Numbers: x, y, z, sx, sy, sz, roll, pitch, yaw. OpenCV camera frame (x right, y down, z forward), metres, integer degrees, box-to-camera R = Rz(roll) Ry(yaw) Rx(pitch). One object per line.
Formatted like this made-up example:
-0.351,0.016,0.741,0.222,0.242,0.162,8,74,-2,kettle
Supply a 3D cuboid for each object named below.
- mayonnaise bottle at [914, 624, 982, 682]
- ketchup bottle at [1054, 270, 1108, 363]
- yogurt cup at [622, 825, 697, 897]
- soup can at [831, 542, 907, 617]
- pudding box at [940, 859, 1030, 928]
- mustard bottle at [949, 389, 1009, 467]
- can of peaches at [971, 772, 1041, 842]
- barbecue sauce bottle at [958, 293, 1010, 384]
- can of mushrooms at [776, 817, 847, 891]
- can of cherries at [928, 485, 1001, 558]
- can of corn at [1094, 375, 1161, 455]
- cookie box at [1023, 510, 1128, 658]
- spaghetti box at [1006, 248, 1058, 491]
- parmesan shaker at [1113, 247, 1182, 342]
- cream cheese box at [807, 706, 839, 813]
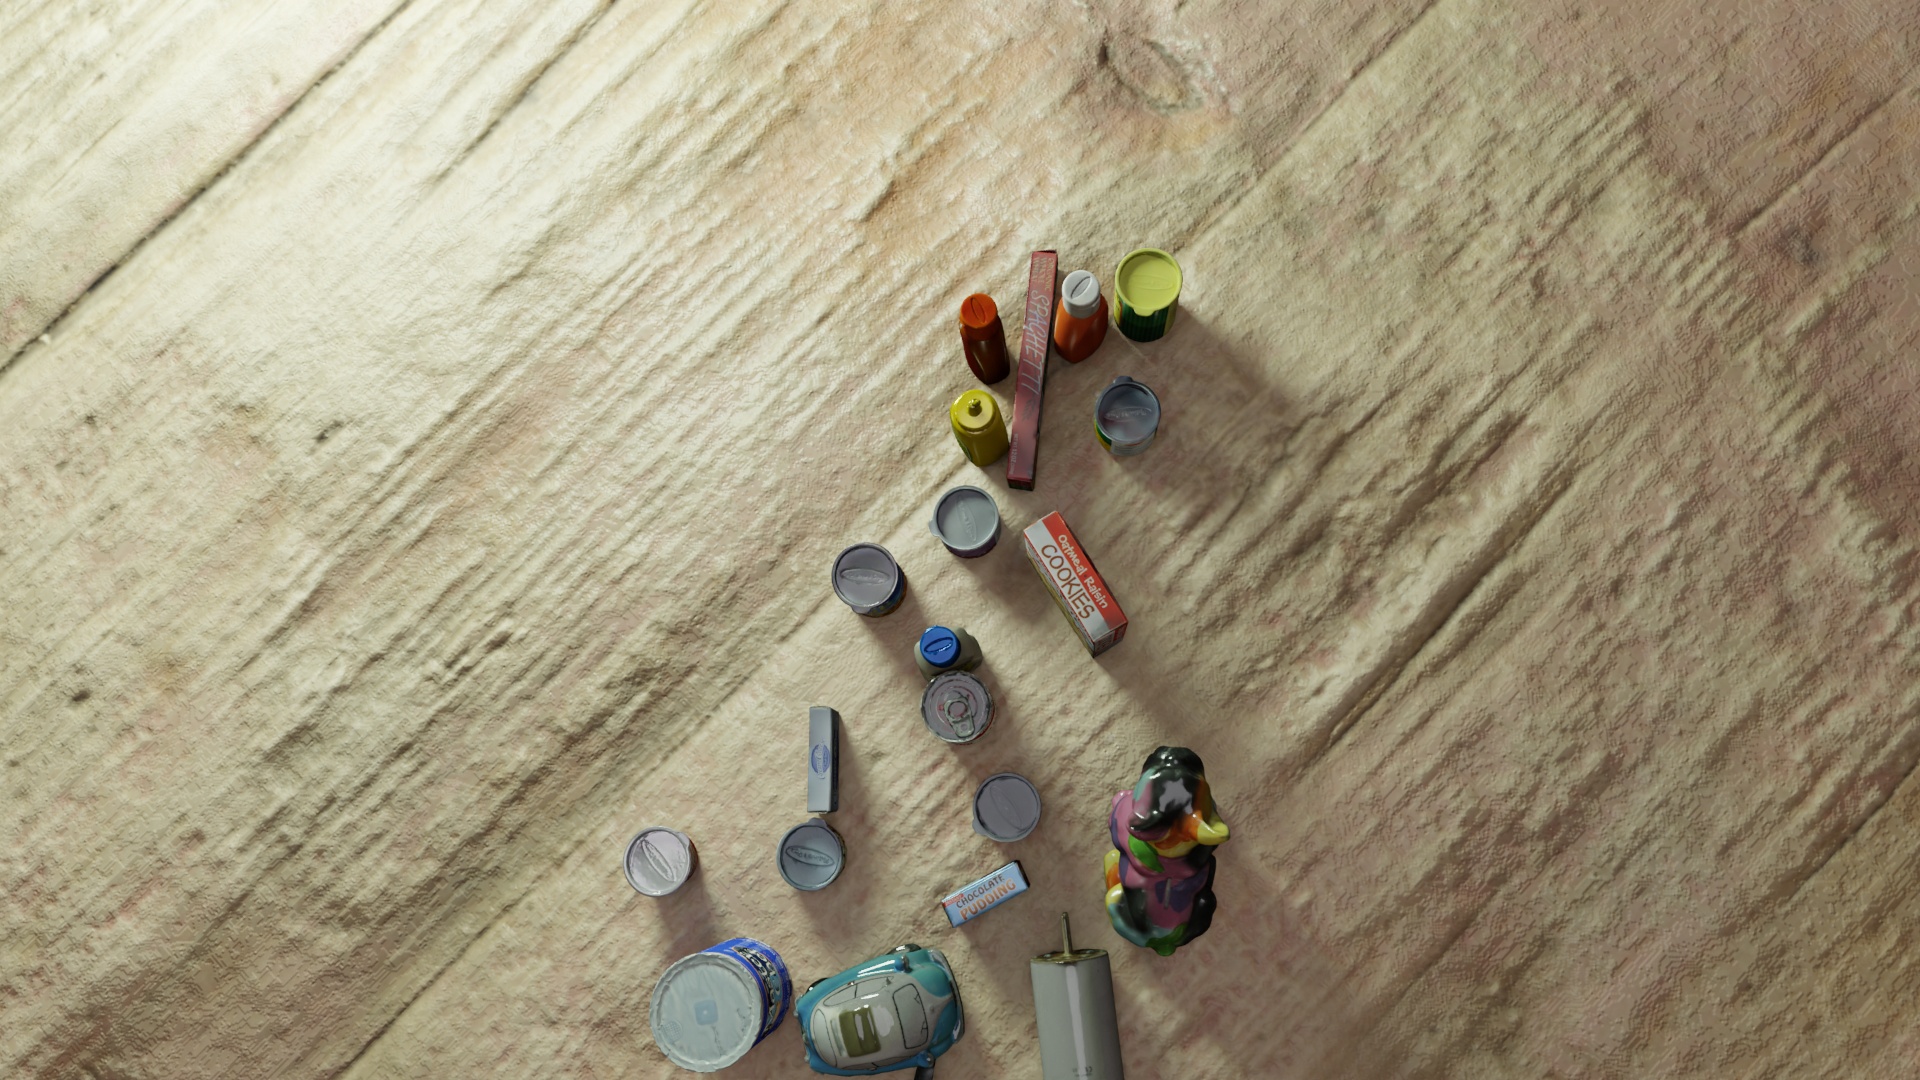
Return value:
-0.015,0.109,1.343,0.065,0.148,0.041,-22,79,0,mayonnaise bottle
0.122,-0.228,1.396,0.043,0.148,0.065,39,85,10,ketchup bottle
-0.293,0.316,1.373,0.072,0.054,0.072,-1,79,4,yogurt cup
-0.091,0.044,1.394,0.071,0.083,0.071,-1,80,4,soup can
0.025,0.341,1.345,0.084,0.049,0.030,-28,79,-1,pudding box
0.016,-0.118,1.378,0.049,0.160,0.065,-29,79,-1,mustard bottle
0.044,0.261,1.355,0.071,0.058,0.071,-1,79,4,can of peaches
0.023,-0.207,1.400,0.044,0.148,0.065,-24,79,0,barbecue sauce bottle
-0.146,0.309,1.373,0.071,0.033,0.071,-1,79,4,can of mushrooms
0.005,-0.018,1.411,0.071,0.058,0.071,-1,79,4,can of cherries
0.170,-0.126,1.419,0.071,0.058,0.071,-1,79,4,can of corn
0.111,0.045,1.335,0.040,0.167,0.123,-32,79,-1,cookie box
0.075,-0.177,1.440,0.029,0.050,0.250,6,80,6,spaghetti box
0.189,-0.246,1.418,0.071,0.103,0.071,-1,80,4,parmesan shaker
-0.136,0.218,1.379,0.024,0.053,0.104,-1,79,4,cream cheese box
